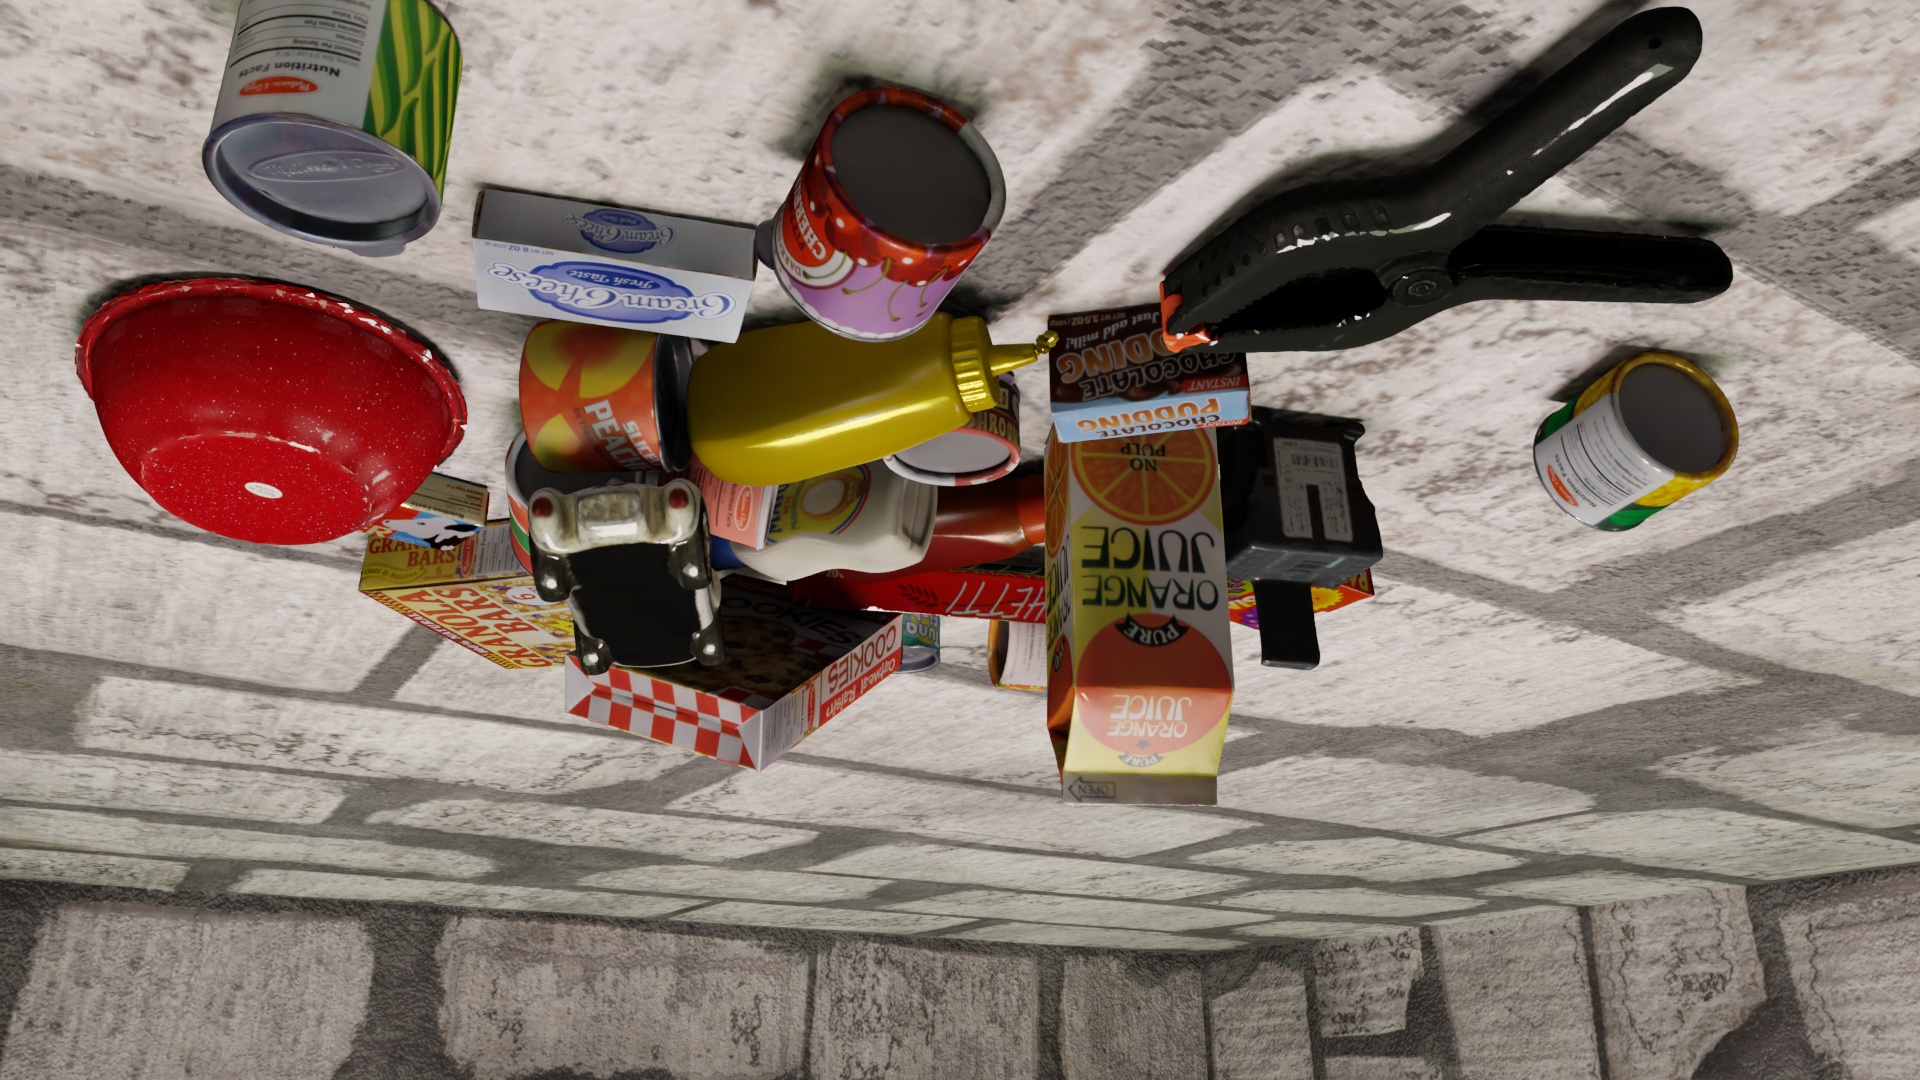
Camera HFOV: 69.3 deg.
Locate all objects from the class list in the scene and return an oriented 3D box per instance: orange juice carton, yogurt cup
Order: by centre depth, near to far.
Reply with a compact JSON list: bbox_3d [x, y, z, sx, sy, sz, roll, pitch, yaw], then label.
[{"bbox_3d":[0.080,0.028,0.648,0.072,0.193,0.072,3,157,-6],"label":"orange juice carton"},{"bbox_3d":[-0.115,-0.033,0.669,0.054,0.072,0.072,11,157,-6],"label":"yogurt cup"}]

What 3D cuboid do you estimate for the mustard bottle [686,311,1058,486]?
[{"bbox_3d":[-0.035,-0.065,0.590,0.160,0.065,0.048,-10,152,12],"label":"mustard bottle"}]

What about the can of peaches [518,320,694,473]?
[{"bbox_3d":[-0.148,-0.060,0.590,0.058,0.071,0.071,-1,158,4],"label":"can of peaches"}]

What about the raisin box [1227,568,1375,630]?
[{"bbox_3d":[0.173,0.015,0.822,0.123,0.040,0.086,17,151,-39],"label":"raisin box"}]

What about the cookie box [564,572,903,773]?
[{"bbox_3d":[-0.123,0.070,0.796,0.123,0.040,0.168,12,-161,21],"label":"cookie box"}]

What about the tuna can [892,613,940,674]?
[{"bbox_3d":[-0.045,0.067,0.957,0.071,0.033,0.071,0,158,0],"label":"tuna can"}]

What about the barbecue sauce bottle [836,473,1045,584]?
[{"bbox_3d":[0.003,-0.009,0.754,0.148,0.044,0.064,-10,156,22],"label":"barbecue sauce bottle"}]

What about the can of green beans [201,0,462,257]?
[{"bbox_3d":[-0.191,-0.132,0.427,0.071,0.058,0.071,0,158,0],"label":"can of green beans"}]

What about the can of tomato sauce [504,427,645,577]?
[{"bbox_3d":[-0.191,-0.018,0.695,0.071,0.071,0.082,5,157,-14],"label":"can of tomato sauce"}]

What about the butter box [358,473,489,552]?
[{"bbox_3d":[-0.312,-0.023,0.742,0.103,0.024,0.053,17,151,-38],"label":"butter box"}]

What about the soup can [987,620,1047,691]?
[{"bbox_3d":[0.065,0.066,0.916,0.084,0.071,0.071,5,157,-11],"label":"soup can"}]

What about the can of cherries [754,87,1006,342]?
[{"bbox_3d":[-0.028,-0.110,0.471,0.071,0.072,0.058,9,156,-22],"label":"can of cherries"}]

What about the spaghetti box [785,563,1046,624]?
[{"bbox_3d":[0.020,0.031,0.849,0.250,0.028,0.050,5,-172,-12],"label":"spaghetti box"}]

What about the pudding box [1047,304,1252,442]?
[{"bbox_3d":[0.080,-0.072,0.591,0.084,0.050,0.030,-5,156,12],"label":"pudding box"}]

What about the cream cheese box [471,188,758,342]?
[{"bbox_3d":[-0.134,-0.105,0.540,0.104,0.024,0.053,6,159,-14],"label":"cream cheese box"}]

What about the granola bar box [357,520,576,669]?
[{"bbox_3d":[-0.272,0.038,0.874,0.124,0.039,0.165,-5,157,13],"label":"granola bar box"}]

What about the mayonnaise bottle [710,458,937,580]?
[{"bbox_3d":[-0.084,-0.009,0.732,0.148,0.065,0.041,-9,149,30],"label":"mayonnaise bottle"}]

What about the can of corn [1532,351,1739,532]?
[{"bbox_3d":[0.312,-0.046,0.640,0.071,0.071,0.058,5,157,-12],"label":"can of corn"}]

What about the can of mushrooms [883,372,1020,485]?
[{"bbox_3d":[-0.003,-0.054,0.657,0.071,0.033,0.070,0,158,0],"label":"can of mushrooms"}]
